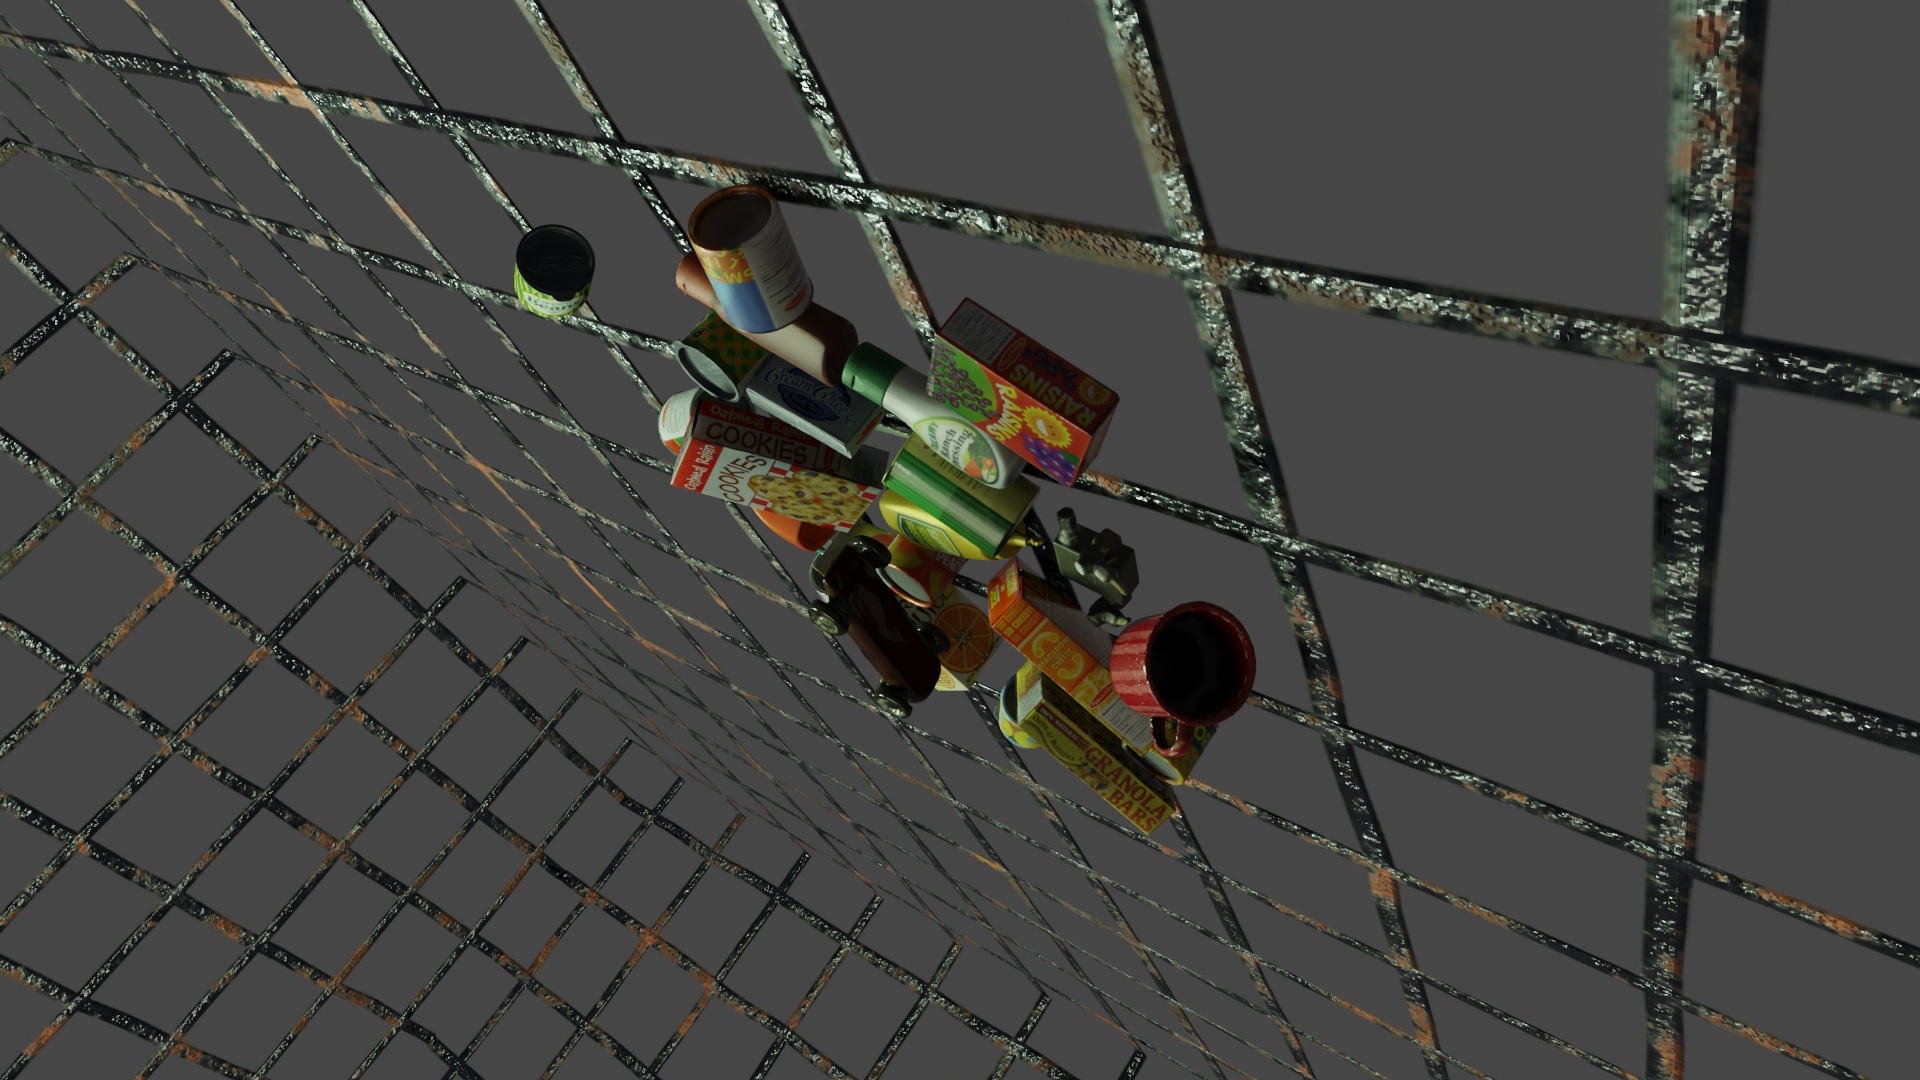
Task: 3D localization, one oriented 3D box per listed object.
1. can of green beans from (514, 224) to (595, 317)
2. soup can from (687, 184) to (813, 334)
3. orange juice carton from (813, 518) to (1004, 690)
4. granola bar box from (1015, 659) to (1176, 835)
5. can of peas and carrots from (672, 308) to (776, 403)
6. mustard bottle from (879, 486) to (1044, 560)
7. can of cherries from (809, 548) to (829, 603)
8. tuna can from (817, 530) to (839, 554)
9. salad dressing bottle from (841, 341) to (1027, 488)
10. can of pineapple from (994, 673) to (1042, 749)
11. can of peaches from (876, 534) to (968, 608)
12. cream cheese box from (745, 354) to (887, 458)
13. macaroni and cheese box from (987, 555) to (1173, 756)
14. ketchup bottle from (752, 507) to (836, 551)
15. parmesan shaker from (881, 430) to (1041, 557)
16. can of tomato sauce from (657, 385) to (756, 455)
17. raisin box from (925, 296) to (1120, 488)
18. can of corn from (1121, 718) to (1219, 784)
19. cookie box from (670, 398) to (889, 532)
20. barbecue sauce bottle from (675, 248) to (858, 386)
[{"bbox_3d":[-0.357,-0.235,1.218,0.071,0.071,0.057,40,159,-8],"label":"can of green beans"},{"bbox_3d":[-0.149,-0.198,0.975,0.071,0.071,0.083,25,155,27],"label":"soup can"},{"bbox_3d":[-0.054,0.061,1.359,0.192,0.072,0.073,43,158,-16],"label":"orange juice carton"},{"bbox_3d":[0.124,0.187,1.304,0.165,0.039,0.124,41,-165,-10],"label":"granola bar box"},{"bbox_3d":[-0.192,-0.157,1.136,0.071,0.059,0.070,31,157,15],"label":"can of peas and carrots"},{"bbox_3d":[0.004,-0.014,1.143,0.160,0.049,0.065,16,153,43],"label":"mustard bottle"},{"bbox_3d":[-0.114,0.041,1.425,0.071,0.072,0.058,23,156,30],"label":"can of cherries"},{"bbox_3d":[-0.133,-0.012,1.383,0.071,0.033,0.070,32,159,14],"label":"tuna can"},{"bbox_3d":[-0.017,-0.094,1.017,0.148,0.044,0.064,32,148,12],"label":"salad dressing bottle"},{"bbox_3d":[0.070,0.170,1.398,0.071,0.071,0.057,31,157,15],"label":"can of pineapple"},{"bbox_3d":[-0.033,0.021,1.262,0.071,0.058,0.071,31,158,14],"label":"can of peaches"},{"bbox_3d":[-0.116,-0.113,1.118,0.104,0.053,0.024,30,159,17],"label":"cream cheese box"},{"bbox_3d":[0.097,0.092,1.157,0.166,0.040,0.124,41,-169,-10],"label":"macaroni and cheese box"},{"bbox_3d":[-0.175,-0.042,1.352,0.149,0.065,0.043,28,171,44],"label":"ketchup bottle"},{"bbox_3d":[0.000,-0.039,1.065,0.103,0.071,0.071,35,159,5],"label":"parmesan shaker"},{"bbox_3d":[-0.233,-0.111,1.288,0.071,0.071,0.083,46,156,-22],"label":"can of tomato sauce"},{"bbox_3d":[0.040,-0.097,0.930,0.123,0.040,0.085,35,158,9],"label":"raisin box"},{"bbox_3d":[0.188,0.178,1.245,0.071,0.058,0.071,31,158,14],"label":"can of corn"},{"bbox_3d":[-0.160,-0.063,1.210,0.167,0.040,0.122,15,158,-15],"label":"cookie box"},{"bbox_3d":[-0.149,-0.174,1.056,0.149,0.044,0.064,31,158,16],"label":"barbecue sauce bottle"}]
